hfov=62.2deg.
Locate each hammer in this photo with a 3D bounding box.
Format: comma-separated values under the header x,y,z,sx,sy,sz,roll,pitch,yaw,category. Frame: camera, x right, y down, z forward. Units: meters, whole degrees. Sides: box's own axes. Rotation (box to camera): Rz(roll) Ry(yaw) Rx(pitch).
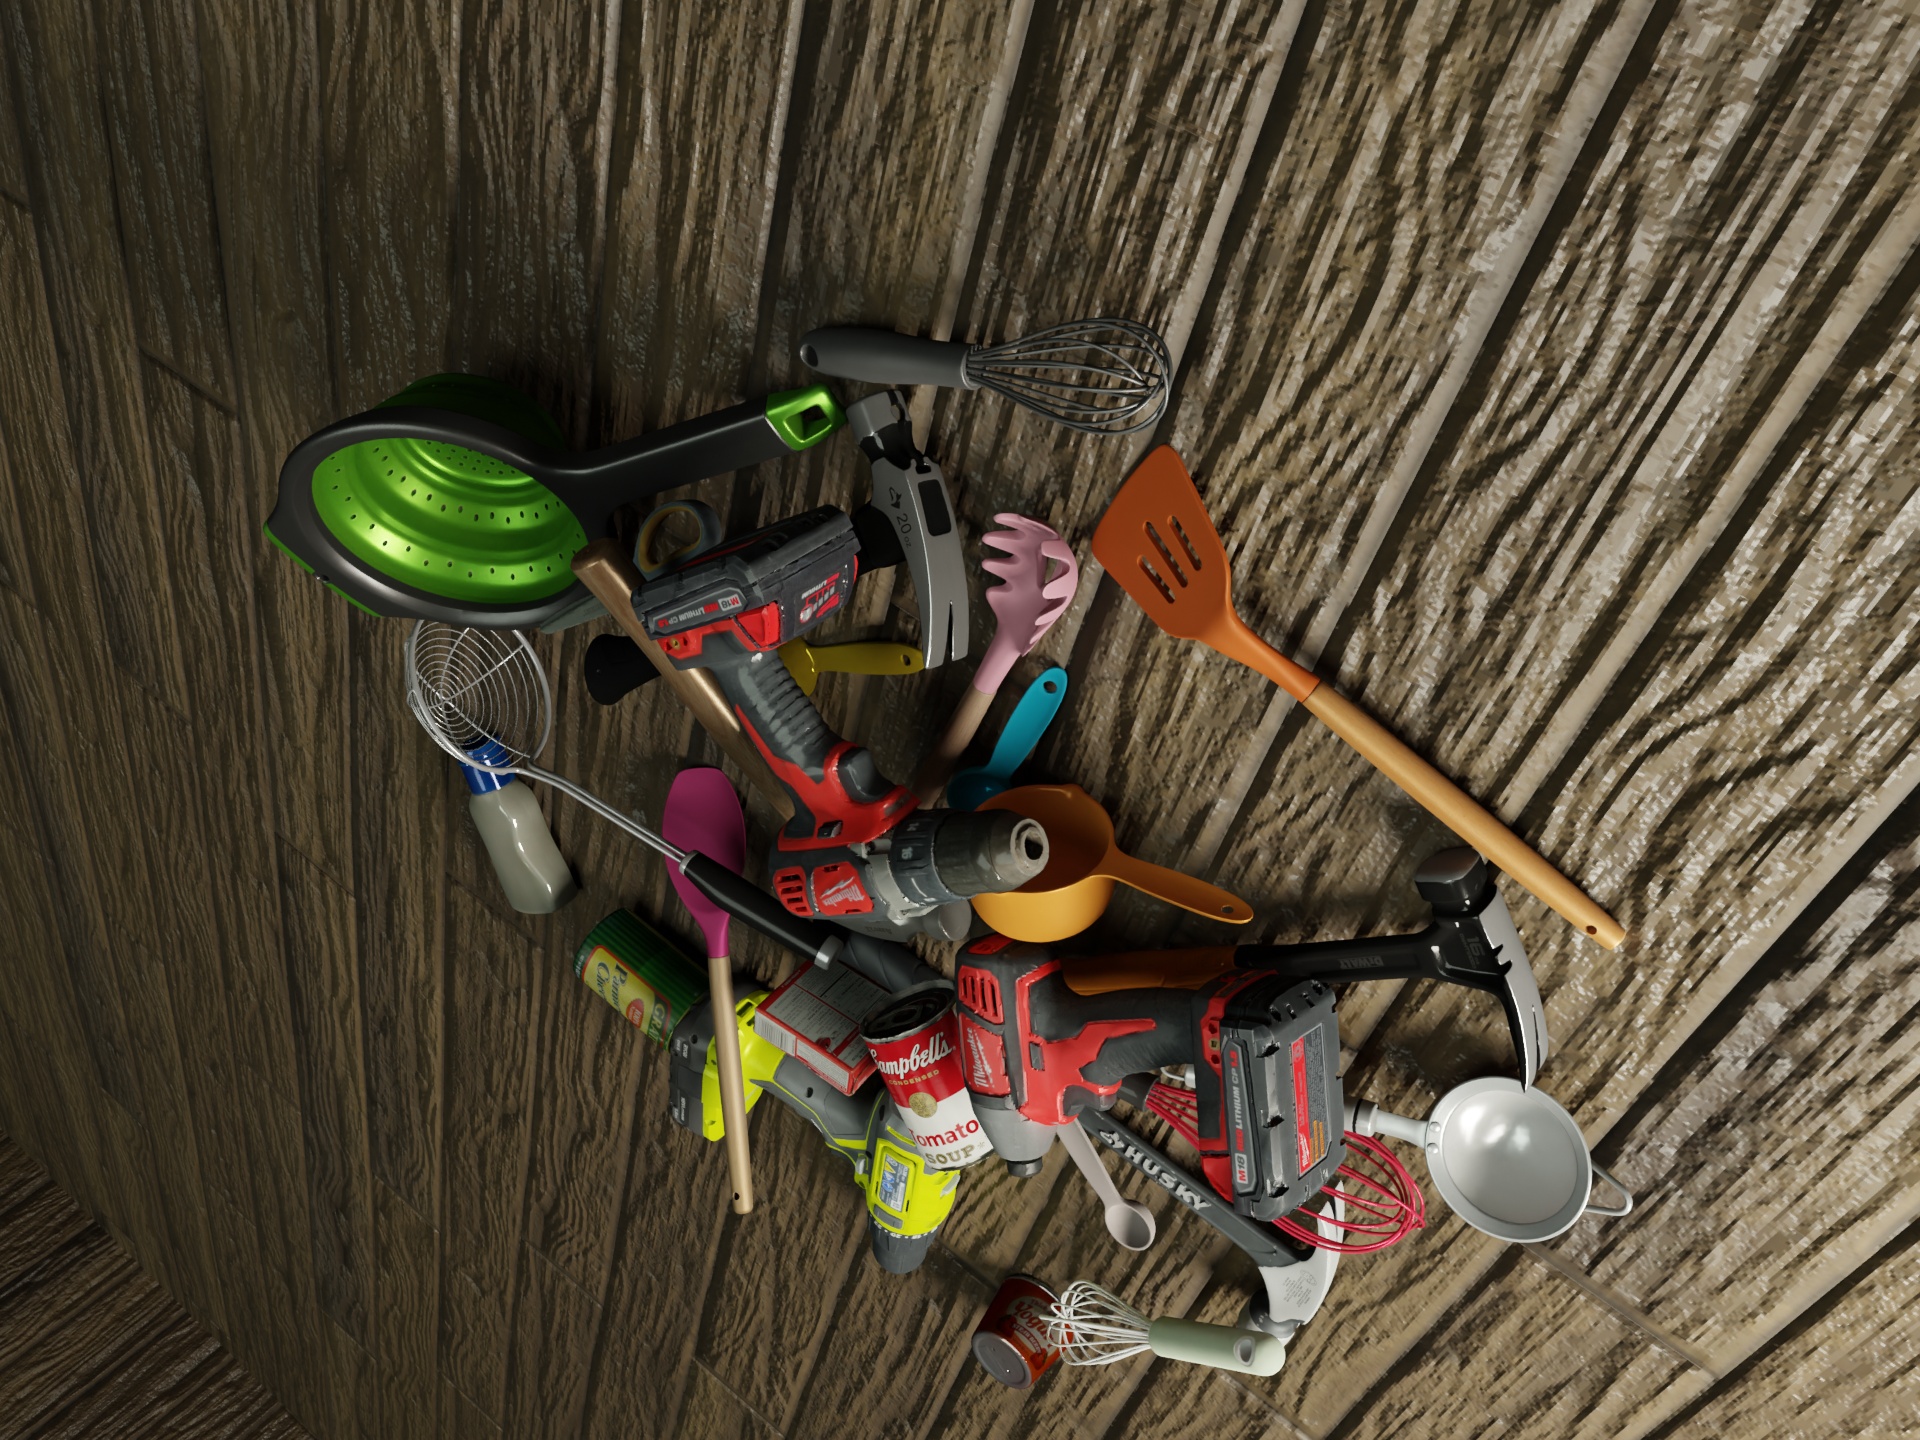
x,y,z,sx,sy,sz,roll,pitch,yaw,category
0.156,0.148,0.897,0.337,0.034,0.127,-13,108,44,hammer
-0.126,0.022,0.972,0.130,0.031,0.331,-5,132,43,hammer
-0.125,-0.065,0.951,0.335,0.035,0.146,-21,90,43,hammer
0.065,0.240,1.033,0.409,0.036,0.149,34,133,17,hammer

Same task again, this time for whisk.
x,y,z,sx,sy,sz,roll,pitch,yaw,category
0.130,0.229,0.937,0.296,0.073,0.073,22,130,24,whisk
0.005,-0.179,0.795,0.239,0.055,0.055,15,126,37,whisk
0.131,0.409,1.057,0.059,0.058,0.246,20,158,-25,whisk

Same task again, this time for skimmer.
x,y,z,sx,sy,sz,roll,pitch,yaw,category
-0.225,0.043,1.084,0.363,0.127,0.090,31,115,11,skimmer

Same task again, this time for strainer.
x,y,z,sx,sy,sz,roll,pitch,yaw,category
0.228,0.215,0.860,0.258,0.050,0.087,10,100,28,strainer

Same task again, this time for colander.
x,y,z,sx,sy,sz,roll,pitch,yaw,category
-0.241,-0.167,0.975,0.397,0.095,0.204,-12,145,25,colander

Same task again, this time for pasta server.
x,y,z,sx,sy,sz,roll,pitch,yaw,category
-0.001,-0.003,0.923,0.060,0.040,0.316,60,143,26,pasta server

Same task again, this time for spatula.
x,y,z,sx,sy,sz,roll,pitch,yaw,category
0.194,-0.004,0.775,0.322,0.041,0.081,40,135,5,spatula

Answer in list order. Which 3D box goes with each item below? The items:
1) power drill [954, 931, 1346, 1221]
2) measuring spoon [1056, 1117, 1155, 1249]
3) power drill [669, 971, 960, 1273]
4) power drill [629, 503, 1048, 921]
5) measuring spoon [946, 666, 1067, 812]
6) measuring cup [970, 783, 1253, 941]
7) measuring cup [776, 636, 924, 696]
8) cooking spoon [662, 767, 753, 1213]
x,y,z,sx,sy,sz,roll,pitch,yaw,category
0.093,0.197,0.876,0.220,0.078,0.143,1,99,39,power drill
0.086,0.278,1.009,0.034,0.018,0.124,-36,84,43,measuring spoon
-0.104,0.305,1.186,0.229,0.080,0.190,26,130,20,power drill
-0.061,0.005,0.850,0.188,0.080,0.226,-10,109,44,power drill
0.032,0.012,0.925,0.042,0.021,0.128,29,126,-1,measuring spoon
0.081,0.096,0.886,0.174,0.095,0.052,18,136,26,measuring cup
-0.085,-0.032,0.975,0.156,0.029,0.062,0,118,42,measuring cup
-0.169,0.192,1.126,0.069,0.017,0.319,-4,93,23,cooking spoon
